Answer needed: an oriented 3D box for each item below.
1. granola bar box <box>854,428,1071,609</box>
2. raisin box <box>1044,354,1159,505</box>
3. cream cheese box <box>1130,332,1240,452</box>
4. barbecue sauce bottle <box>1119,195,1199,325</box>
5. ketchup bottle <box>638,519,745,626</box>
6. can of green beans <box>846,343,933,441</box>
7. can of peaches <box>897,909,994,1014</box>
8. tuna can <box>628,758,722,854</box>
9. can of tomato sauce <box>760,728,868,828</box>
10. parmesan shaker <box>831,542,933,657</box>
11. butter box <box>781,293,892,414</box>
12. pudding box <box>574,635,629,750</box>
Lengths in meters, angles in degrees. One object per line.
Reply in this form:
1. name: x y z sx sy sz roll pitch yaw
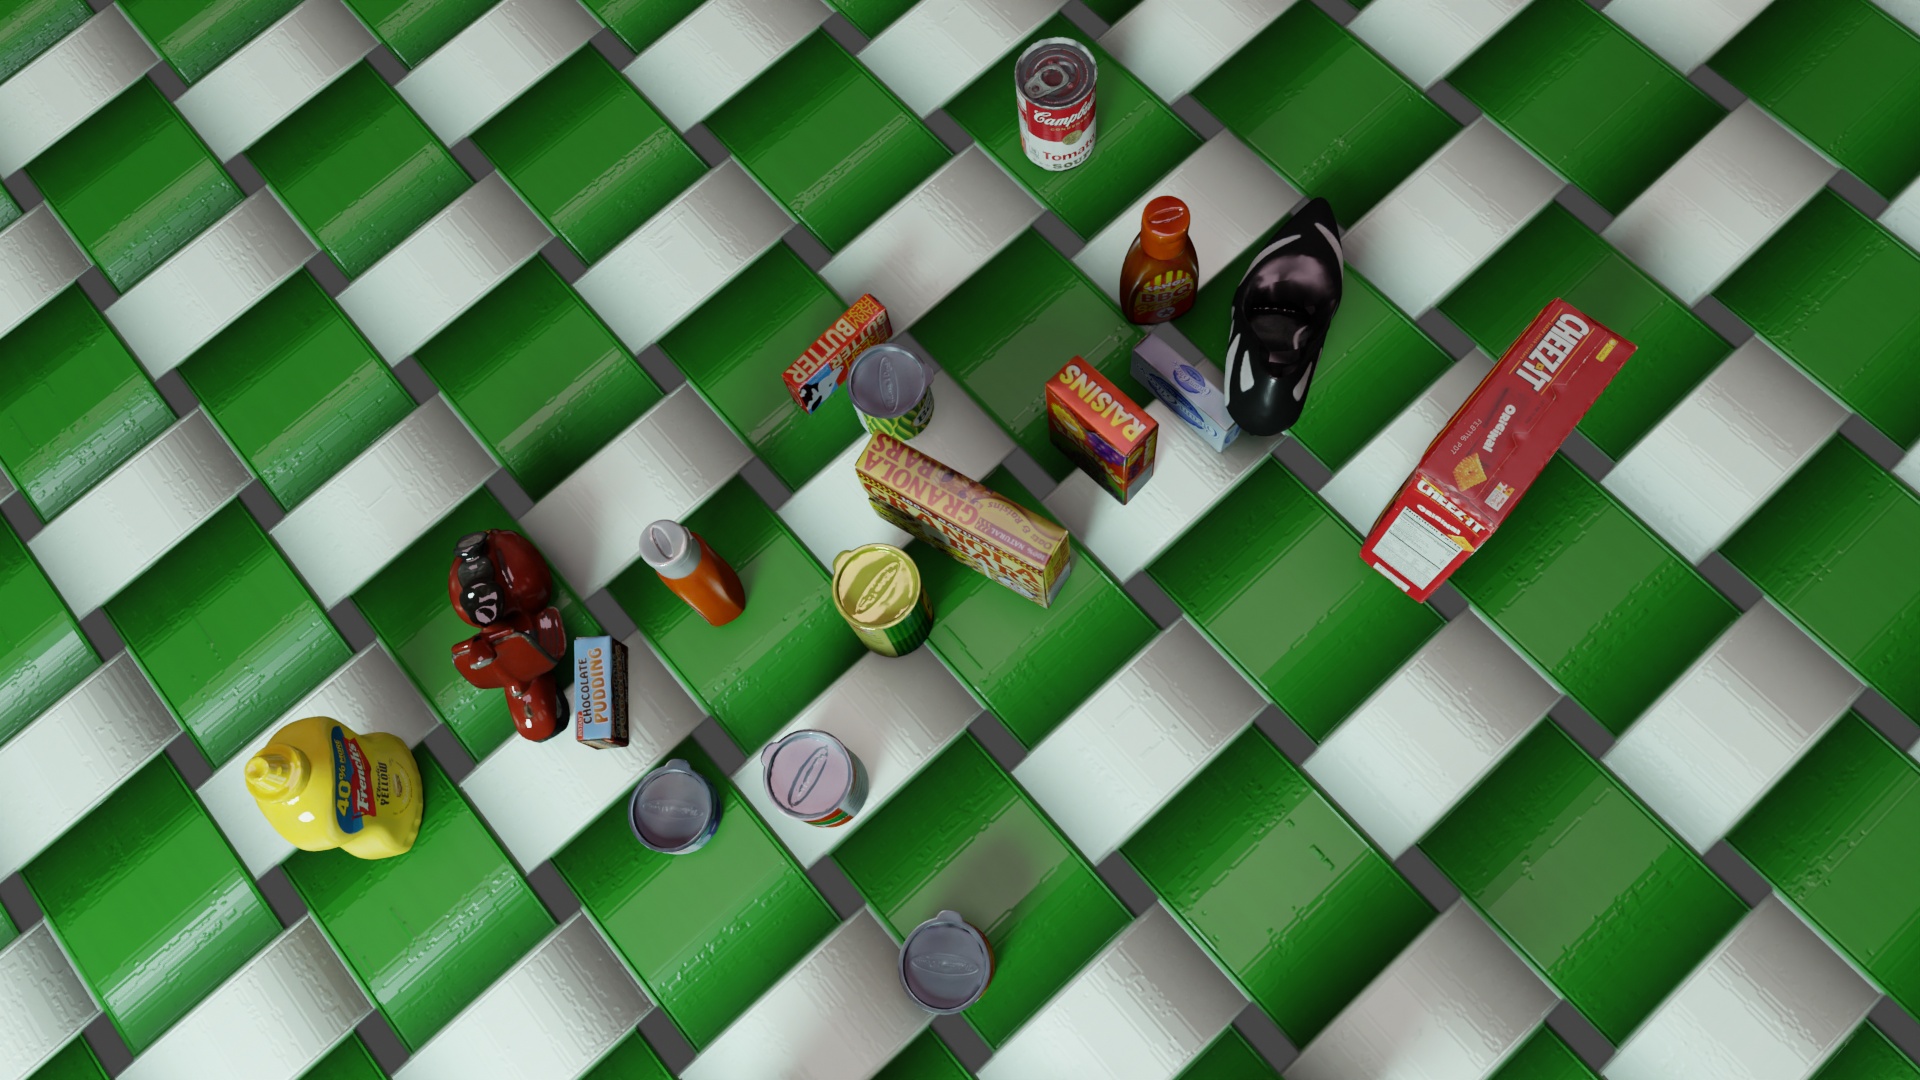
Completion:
1. granola bar box: 0.004 -0.013 1.073 0.166 0.124 0.039 29 78 13
2. raisin box: 0.109 -0.084 1.086 0.040 0.123 0.086 -44 75 -8
3. cream cheese box: 0.183 -0.120 1.127 0.024 0.053 0.104 -44 75 -8
4. barbecue sauce bottle: 0.160 -0.223 1.110 0.065 0.148 0.044 -15 73 1
5. ketchup bottle: -0.207 0.021 1.069 0.043 0.148 0.065 -31 73 -4
6. can of green beans: -0.057 -0.121 1.146 0.071 0.057 0.071 -1 73 5
7. can of peaches: -0.009 0.307 1.012 0.071 0.058 0.071 -1 73 5
8. tuna can: -0.220 0.206 1.074 0.071 0.032 0.071 -1 73 5
9. can of tomato sauce: -0.109 0.180 1.046 0.071 0.083 0.071 -1 73 5
10. parmesan shaker: -0.060 0.046 1.072 0.071 0.103 0.071 -1 74 5
11. butter box: -0.102 -0.156 1.163 0.024 0.053 0.103 42 81 15
12. pudding box: -0.283 0.120 1.097 0.030 0.049 0.084 -6 73 3
